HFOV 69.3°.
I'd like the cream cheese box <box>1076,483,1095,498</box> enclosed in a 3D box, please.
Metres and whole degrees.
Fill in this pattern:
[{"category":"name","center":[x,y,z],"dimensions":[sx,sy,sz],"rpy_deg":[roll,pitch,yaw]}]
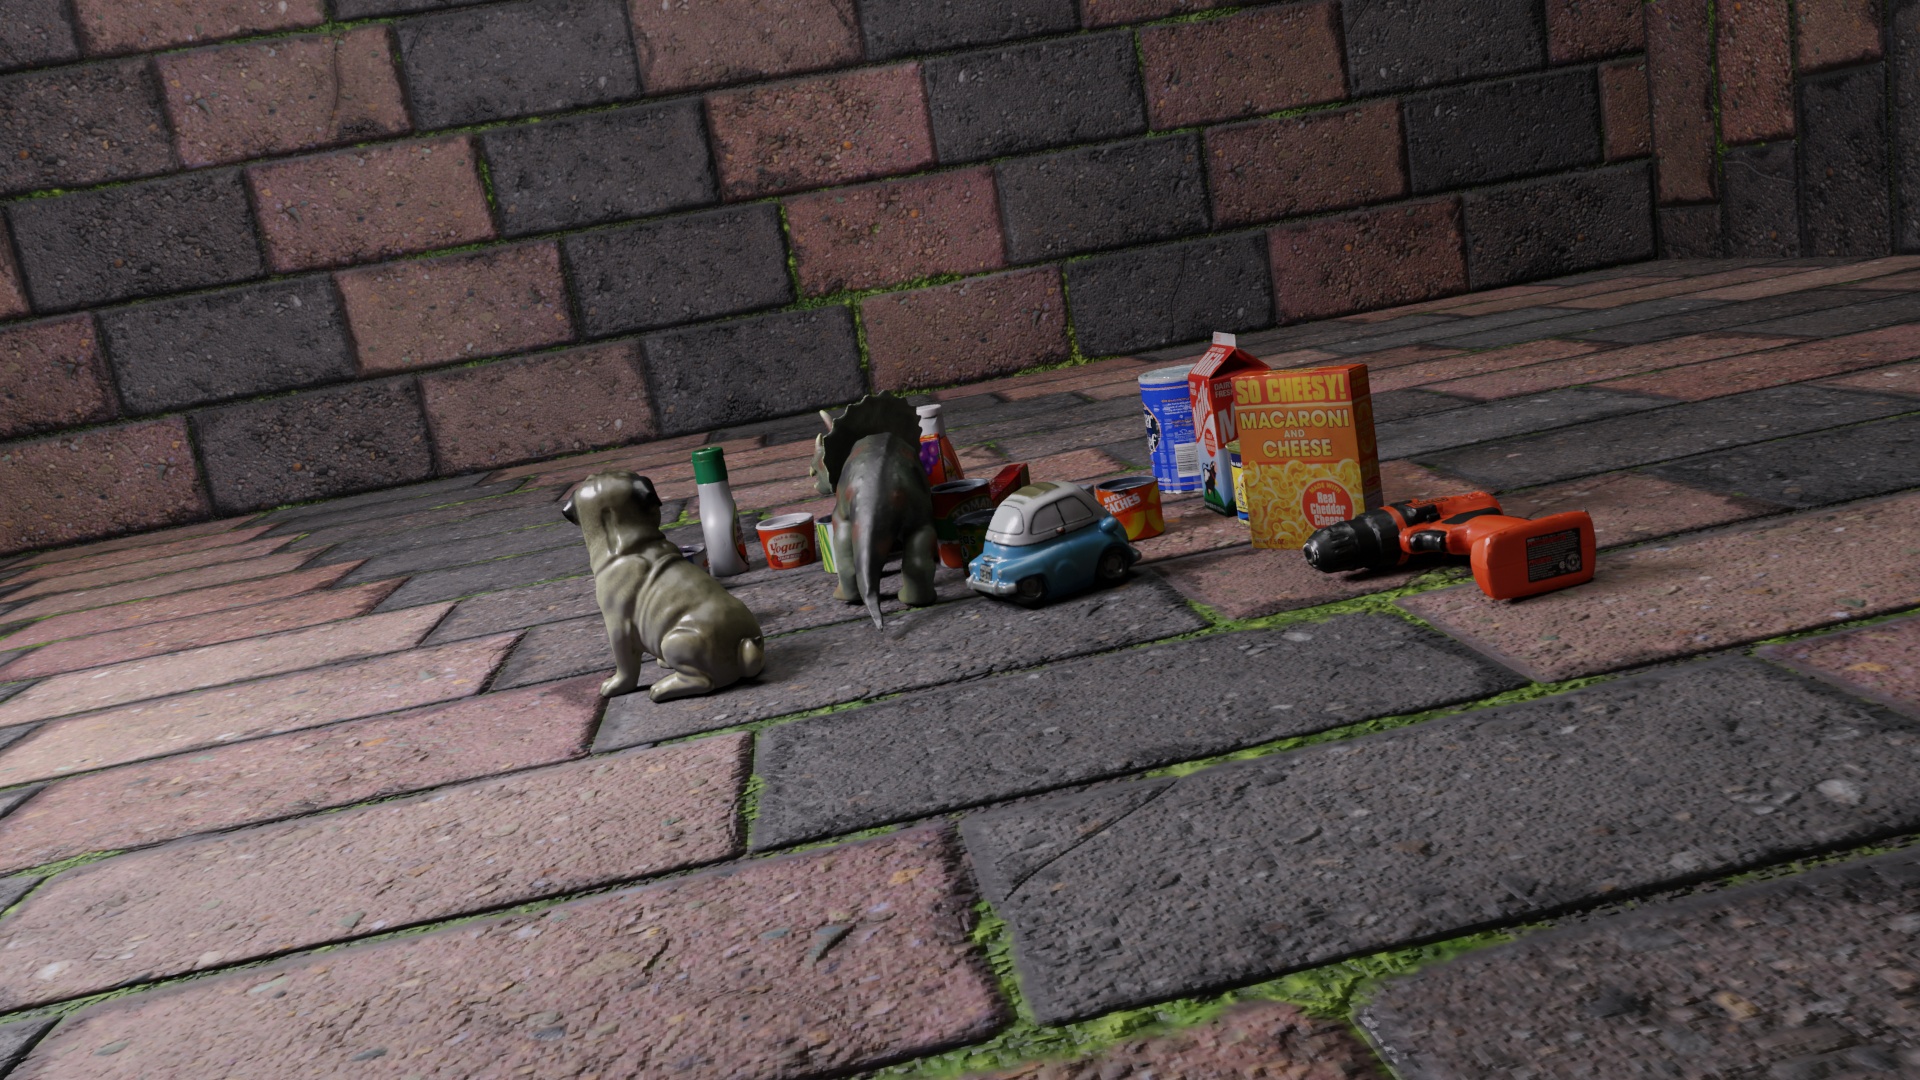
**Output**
[{"category":"cream cheese box","center":[0.108,-0.023,1.478],"dimensions":[0.024,0.053,0.104],"rpy_deg":[0,16,41]}]

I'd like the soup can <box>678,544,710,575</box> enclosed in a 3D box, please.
[{"category":"soup can","center":[-0.277,0.053,1.358],"dimensions":[0.071,0.083,0.071],"rpy_deg":[-9,12,2]}]

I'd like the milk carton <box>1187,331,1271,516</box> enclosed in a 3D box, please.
[{"category":"milk carton","center":[0.295,-0.129,1.493],"dimensions":[0.073,0.190,0.072],"rpy_deg":[-11,11,-7]}]

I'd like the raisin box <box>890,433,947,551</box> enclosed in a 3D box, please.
[{"category":"raisin box","center":[-0.056,-0.055,1.589],"dimensions":[0.086,0.123,0.040],"rpy_deg":[-9,11,4]}]

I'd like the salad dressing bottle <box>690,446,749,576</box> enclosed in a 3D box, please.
[{"category":"salad dressing bottle","center":[-0.280,-0.034,1.611],"dimensions":[0.044,0.147,0.064],"rpy_deg":[-10,11,0]}]

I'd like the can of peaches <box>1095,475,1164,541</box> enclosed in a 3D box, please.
[{"category":"can of peaches","center":[0.178,-0.033,1.460],"dimensions":[0.071,0.058,0.071],"rpy_deg":[-9,12,2]}]

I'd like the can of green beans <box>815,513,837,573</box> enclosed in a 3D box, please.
[{"category":"can of green beans","center":[-0.124,0.000,1.544],"dimensions":[0.071,0.057,0.071],"rpy_deg":[-9,12,2]}]

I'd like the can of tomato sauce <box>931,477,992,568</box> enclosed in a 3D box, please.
[{"category":"can of tomato sauce","center":[0.005,-0.018,1.468],"dimensions":[0.071,0.083,0.071],"rpy_deg":[-9,12,2]}]

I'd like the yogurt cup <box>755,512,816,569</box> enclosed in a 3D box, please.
[{"category":"yogurt cup","center":[-0.199,0.001,1.610],"dimensions":[0.072,0.053,0.072],"rpy_deg":[-9,12,2]}]

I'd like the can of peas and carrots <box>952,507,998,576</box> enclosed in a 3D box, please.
[{"category":"can of peas and carrots","center":[0.029,0.002,1.411],"dimensions":[0.071,0.058,0.071],"rpy_deg":[-9,12,2]}]

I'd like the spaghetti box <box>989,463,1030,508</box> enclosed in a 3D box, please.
[{"category":"spaghetti box","center":[0.047,-0.043,1.628],"dimensions":[0.028,0.050,0.251],"rpy_deg":[-7,12,15]}]

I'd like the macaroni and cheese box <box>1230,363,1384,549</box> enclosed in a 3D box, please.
[{"category":"macaroni and cheese box","center":[0.321,-0.076,1.285],"dimensions":[0.123,0.166,0.040],"rpy_deg":[1,16,43]}]

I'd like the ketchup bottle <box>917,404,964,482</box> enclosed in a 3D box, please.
[{"category":"ketchup bottle","center":[-0.029,-0.086,1.651],"dimensions":[0.065,0.148,0.043],"rpy_deg":[-12,11,-9]}]
